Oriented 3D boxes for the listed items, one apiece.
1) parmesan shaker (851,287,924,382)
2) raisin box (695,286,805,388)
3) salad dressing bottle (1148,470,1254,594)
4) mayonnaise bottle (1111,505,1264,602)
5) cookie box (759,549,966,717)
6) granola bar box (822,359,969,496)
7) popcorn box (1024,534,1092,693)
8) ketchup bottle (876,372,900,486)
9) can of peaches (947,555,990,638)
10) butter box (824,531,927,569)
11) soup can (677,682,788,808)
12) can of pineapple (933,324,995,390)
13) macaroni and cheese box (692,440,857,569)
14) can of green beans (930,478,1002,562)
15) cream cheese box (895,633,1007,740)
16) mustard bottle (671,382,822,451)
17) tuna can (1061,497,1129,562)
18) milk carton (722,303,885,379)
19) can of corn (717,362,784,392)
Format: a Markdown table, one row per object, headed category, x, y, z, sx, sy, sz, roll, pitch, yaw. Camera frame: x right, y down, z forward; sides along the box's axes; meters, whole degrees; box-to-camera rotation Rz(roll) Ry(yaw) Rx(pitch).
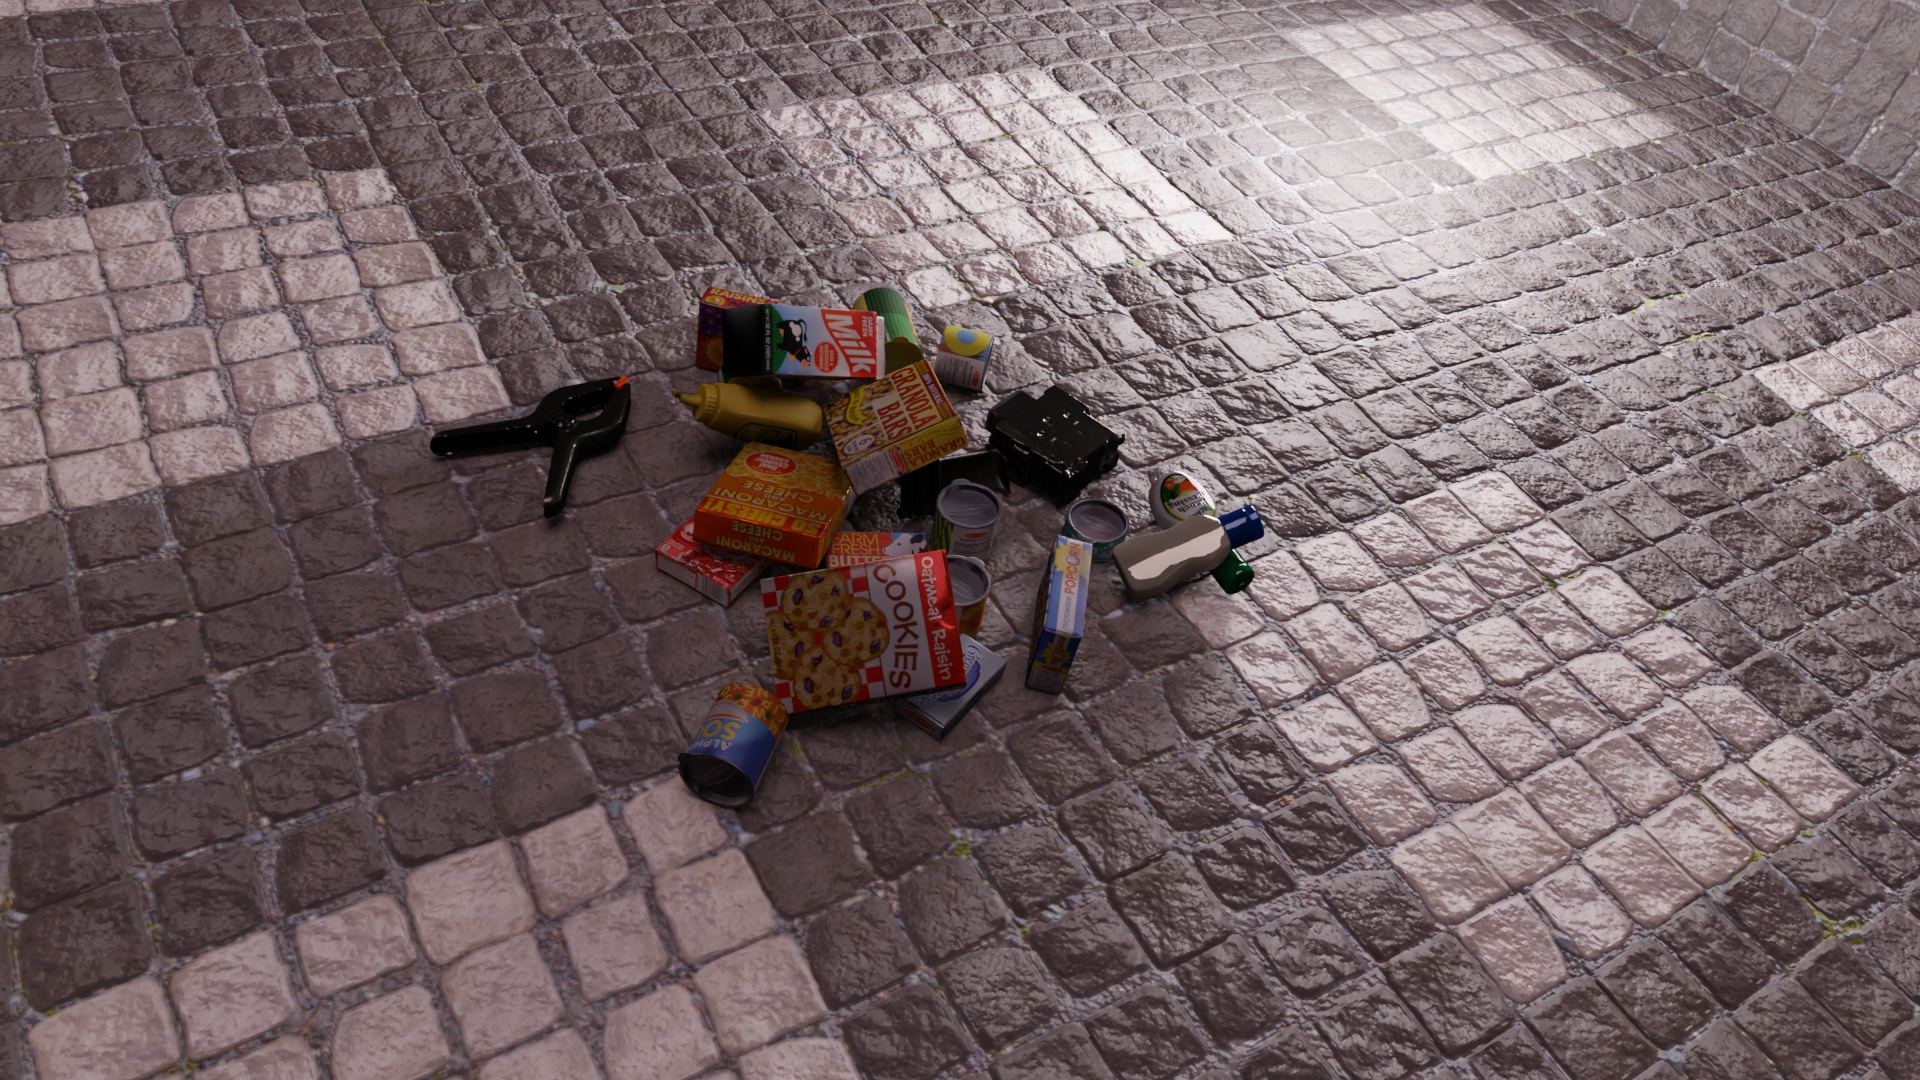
| category | x | y | z | sx | sy | sz | roll | pitch | yaw |
| --- | --- | --- | --- | --- | --- | --- | --- | --- | --- |
| parmesan shaker | -0.083 | -0.237 | 1.594 | 0.071 | 0.071 | 0.103 | -4 | 46 | -15 |
| raisin box | -0.228 | -0.224 | 1.541 | 0.123 | 0.085 | 0.040 | 13 | 39 | 1 |
| salad dressing bottle | 0.253 | -0.008 | 1.454 | 0.064 | 0.043 | 0.148 | -19 | 54 | -18 |
| mayonnaise bottle | 0.231 | 0.008 | 1.399 | 0.148 | 0.041 | 0.065 | -22 | 57 | -1 |
| cookie box | -0.086 | 0.083 | 1.233 | 0.167 | 0.040 | 0.123 | -9 | 78 | -3 |
| granola bar box | -0.069 | -0.119 | 1.415 | 0.124 | 0.039 | 0.166 | -24 | 30 | -1 |
| popcorn box | 0.093 | 0.070 | 1.315 | 0.038 | 0.084 | 0.127 | 12 | 44 | -1 |
| ketchup bottle | -0.059 | -0.121 | 1.502 | 0.065 | 0.043 | 0.149 | -2 | 46 | -4 |
| can of peaches | -0.006 | 0.056 | 1.328 | 0.071 | 0.057 | 0.071 | 6 | 44 | -6 |
| butter box | -0.084 | 0.017 | 1.374 | 0.103 | 0.024 | 0.053 | 1 | 45 | -11 |
| soup can | -0.191 | 0.169 | 1.168 | 0.071 | 0.071 | 0.084 | 17 | 44 | 5 |
| can of pineapple | 0.004 | -0.210 | 1.589 | 0.058 | 0.070 | 0.071 | 13 | 45 | 2 |
| macaroni and cheese box | -0.177 | -0.036 | 1.366 | 0.124 | 0.040 | 0.167 | 13 | 28 | 4 |
| can of green beans | 0.005 | -0.016 | 1.401 | 0.071 | 0.057 | 0.071 | 6 | 45 | -6 |
| cream cheese box | -0.008 | 0.133 | 1.274 | 0.053 | 0.024 | 0.104 | 32 | 48 | 19 |
| mustard bottle | -0.224 | -0.131 | 1.432 | 0.160 | 0.065 | 0.049 | 11 | 62 | -30 |
| tuna can | 0.139 | -0.009 | 1.439 | 0.071 | 0.032 | 0.071 | 6 | 45 | -6 |
| milk carton | -0.152 | -0.206 | 1.462 | 0.191 | 0.072 | 0.073 | -3 | 5 | -44 |
| can of corn | -0.221 | -0.161 | 1.492 | 0.071 | 0.070 | 0.058 | -6 | 48 | -17 |
